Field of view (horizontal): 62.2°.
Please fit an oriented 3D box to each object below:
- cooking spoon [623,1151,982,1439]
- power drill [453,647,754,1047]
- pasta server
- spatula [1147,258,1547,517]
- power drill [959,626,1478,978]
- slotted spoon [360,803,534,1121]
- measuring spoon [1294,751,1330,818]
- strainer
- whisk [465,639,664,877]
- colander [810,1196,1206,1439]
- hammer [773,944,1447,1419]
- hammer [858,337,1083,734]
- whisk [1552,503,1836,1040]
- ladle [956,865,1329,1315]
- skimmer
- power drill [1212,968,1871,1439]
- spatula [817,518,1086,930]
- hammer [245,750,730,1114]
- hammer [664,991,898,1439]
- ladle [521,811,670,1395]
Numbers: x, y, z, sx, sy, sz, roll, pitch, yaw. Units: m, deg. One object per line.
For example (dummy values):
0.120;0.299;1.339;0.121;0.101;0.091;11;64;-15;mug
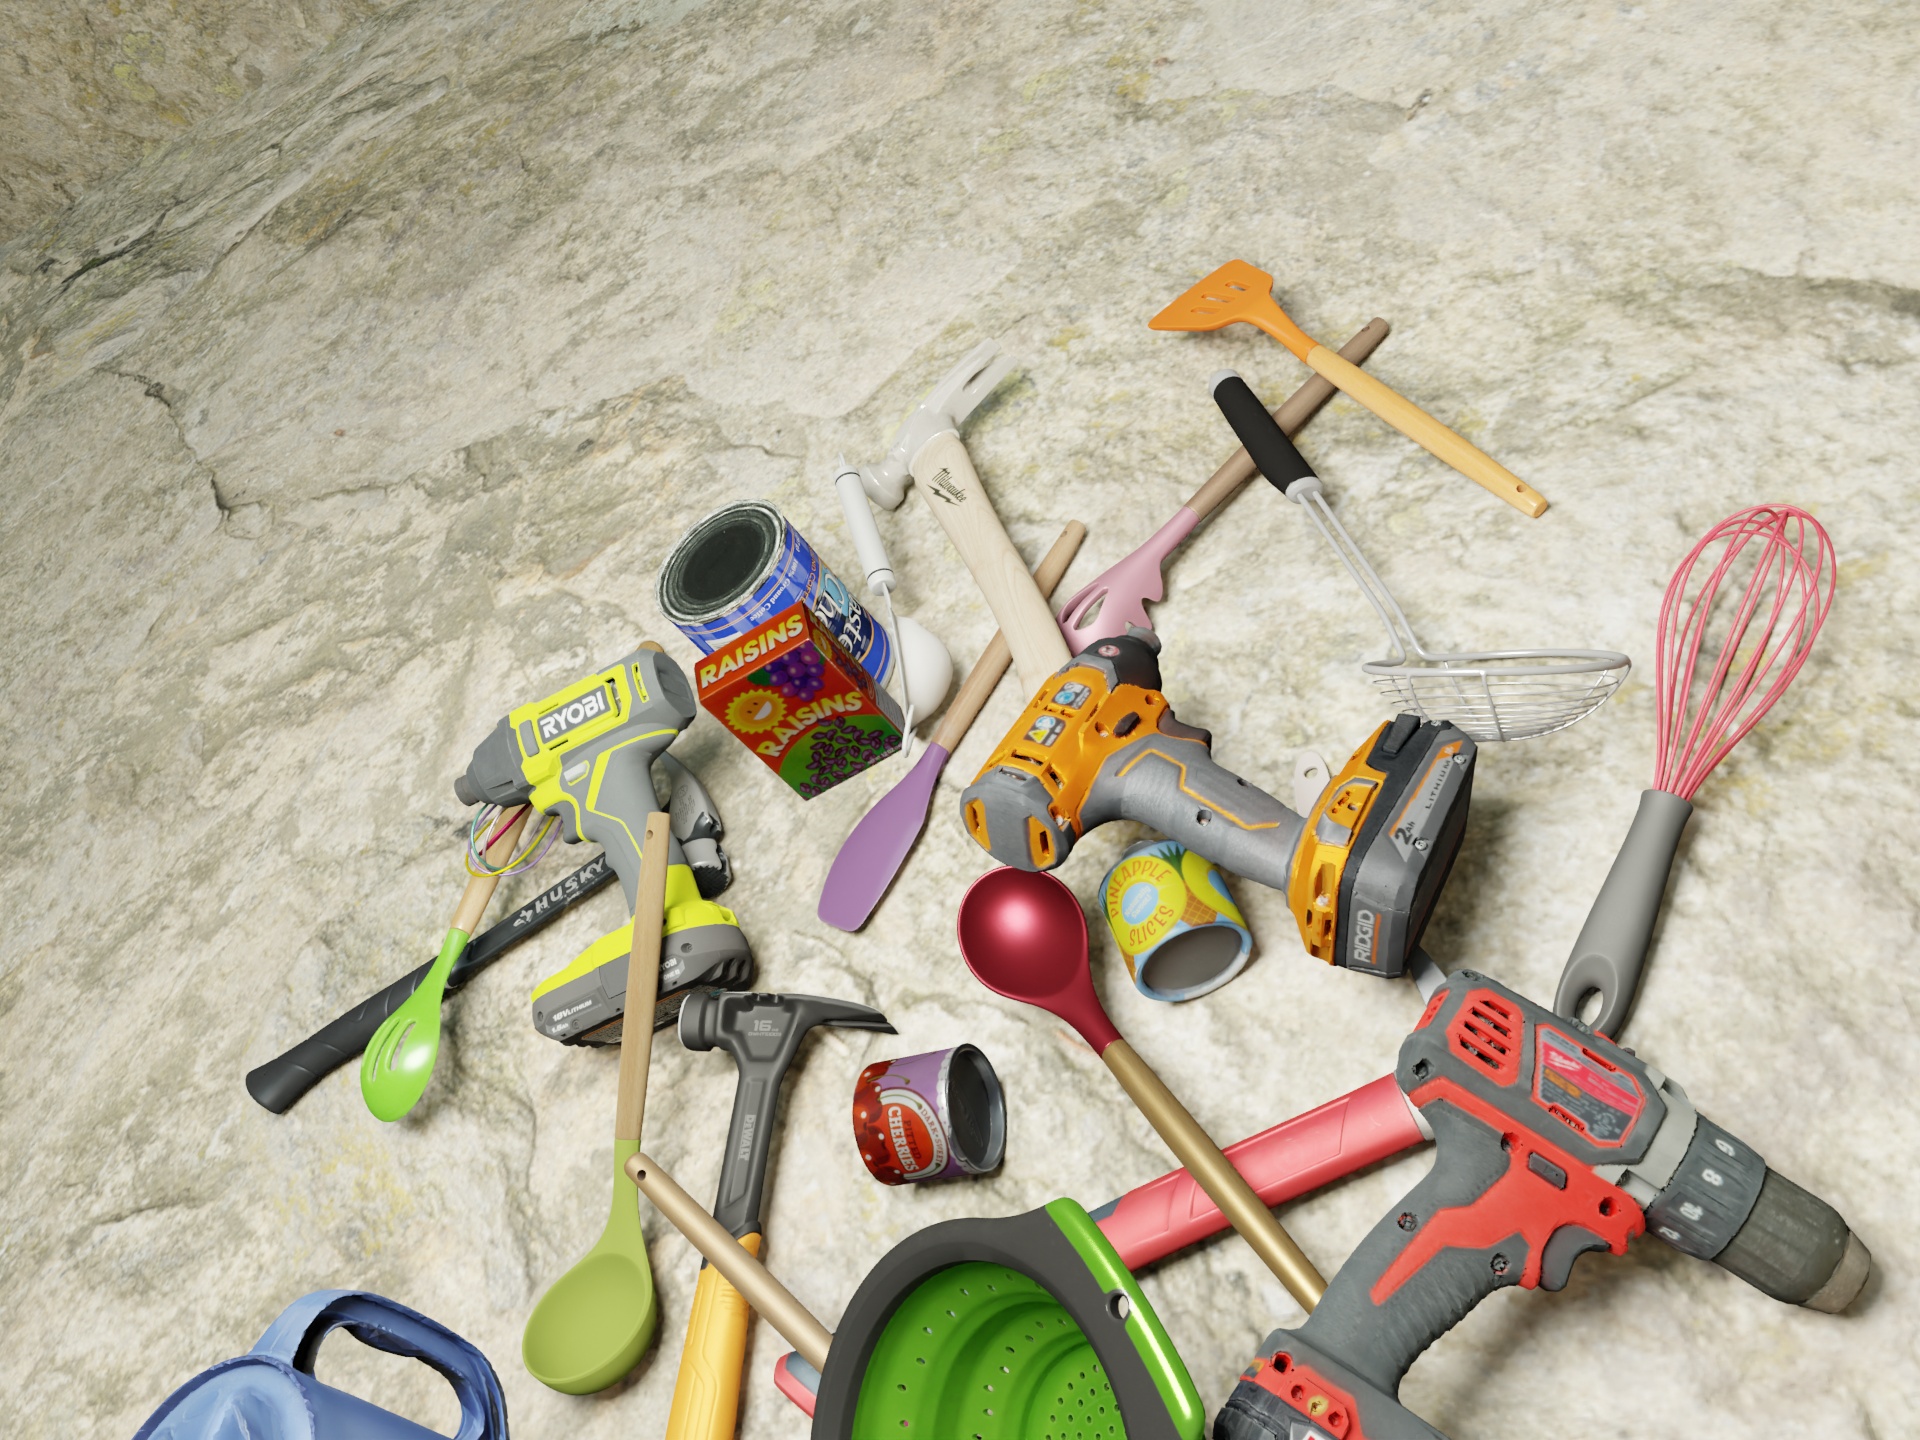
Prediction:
-0.057;0.311;0.765;0.319;0.017;0.069;34;90;28;cooking spoon
-0.230;0.086;1.012;0.171;0.080;0.223;-26;69;13;power drill
0.168;-0.145;1.018;0.316;0.040;0.060;-45;44;-10;pasta server
0.240;-0.211;0.996;0.081;0.041;0.323;-38;54;-6;spatula
0.134;0.026;0.799;0.226;0.084;0.164;16;48;25;power drill
-0.338;0.125;1.104;0.070;0.031;0.314;-7;51;35;slotted spoon
0.194;0.066;0.846;0.034;0.018;0.124;-19;41;21;measuring spoon
-0.049;-0.088;1.065;0.050;0.086;0.259;-15;58;-7;strainer
-0.282;0.022;1.145;0.047;0.051;0.245;-26;26;41;whisk
-0.008;0.374;0.673;0.397;0.094;0.205;-56;43;19;colander
0.076;0.236;0.774;0.386;0.038;0.143;-29;44;13;hammer
0.032;-0.101;1.024;0.146;0.038;0.411;-45;39;19;hammer
0.341;0.021;0.750;0.073;0.073;0.296;15;73;41;whisk
0.089;0.176;0.770;0.069;0.031;0.316;-40;43;-2;ladle
0.229;-0.116;0.889;0.127;0.090;0.364;-5;45;-19;skimmer
0.223;0.232;0.615;0.188;0.080;0.227;32;72;15;power drill
-0.002;-0.003;1.027;0.060;0.018;0.316;13;66;49;spatula
-0.342;0.159;1.121;0.409;0.036;0.149;-33;44;9;hammer
-0.118;0.306;0.845;0.127;0.034;0.337;-2;59;16;hammer
-0.194;0.209;0.897;0.078;0.062;0.320;-4;76;32;ladle
